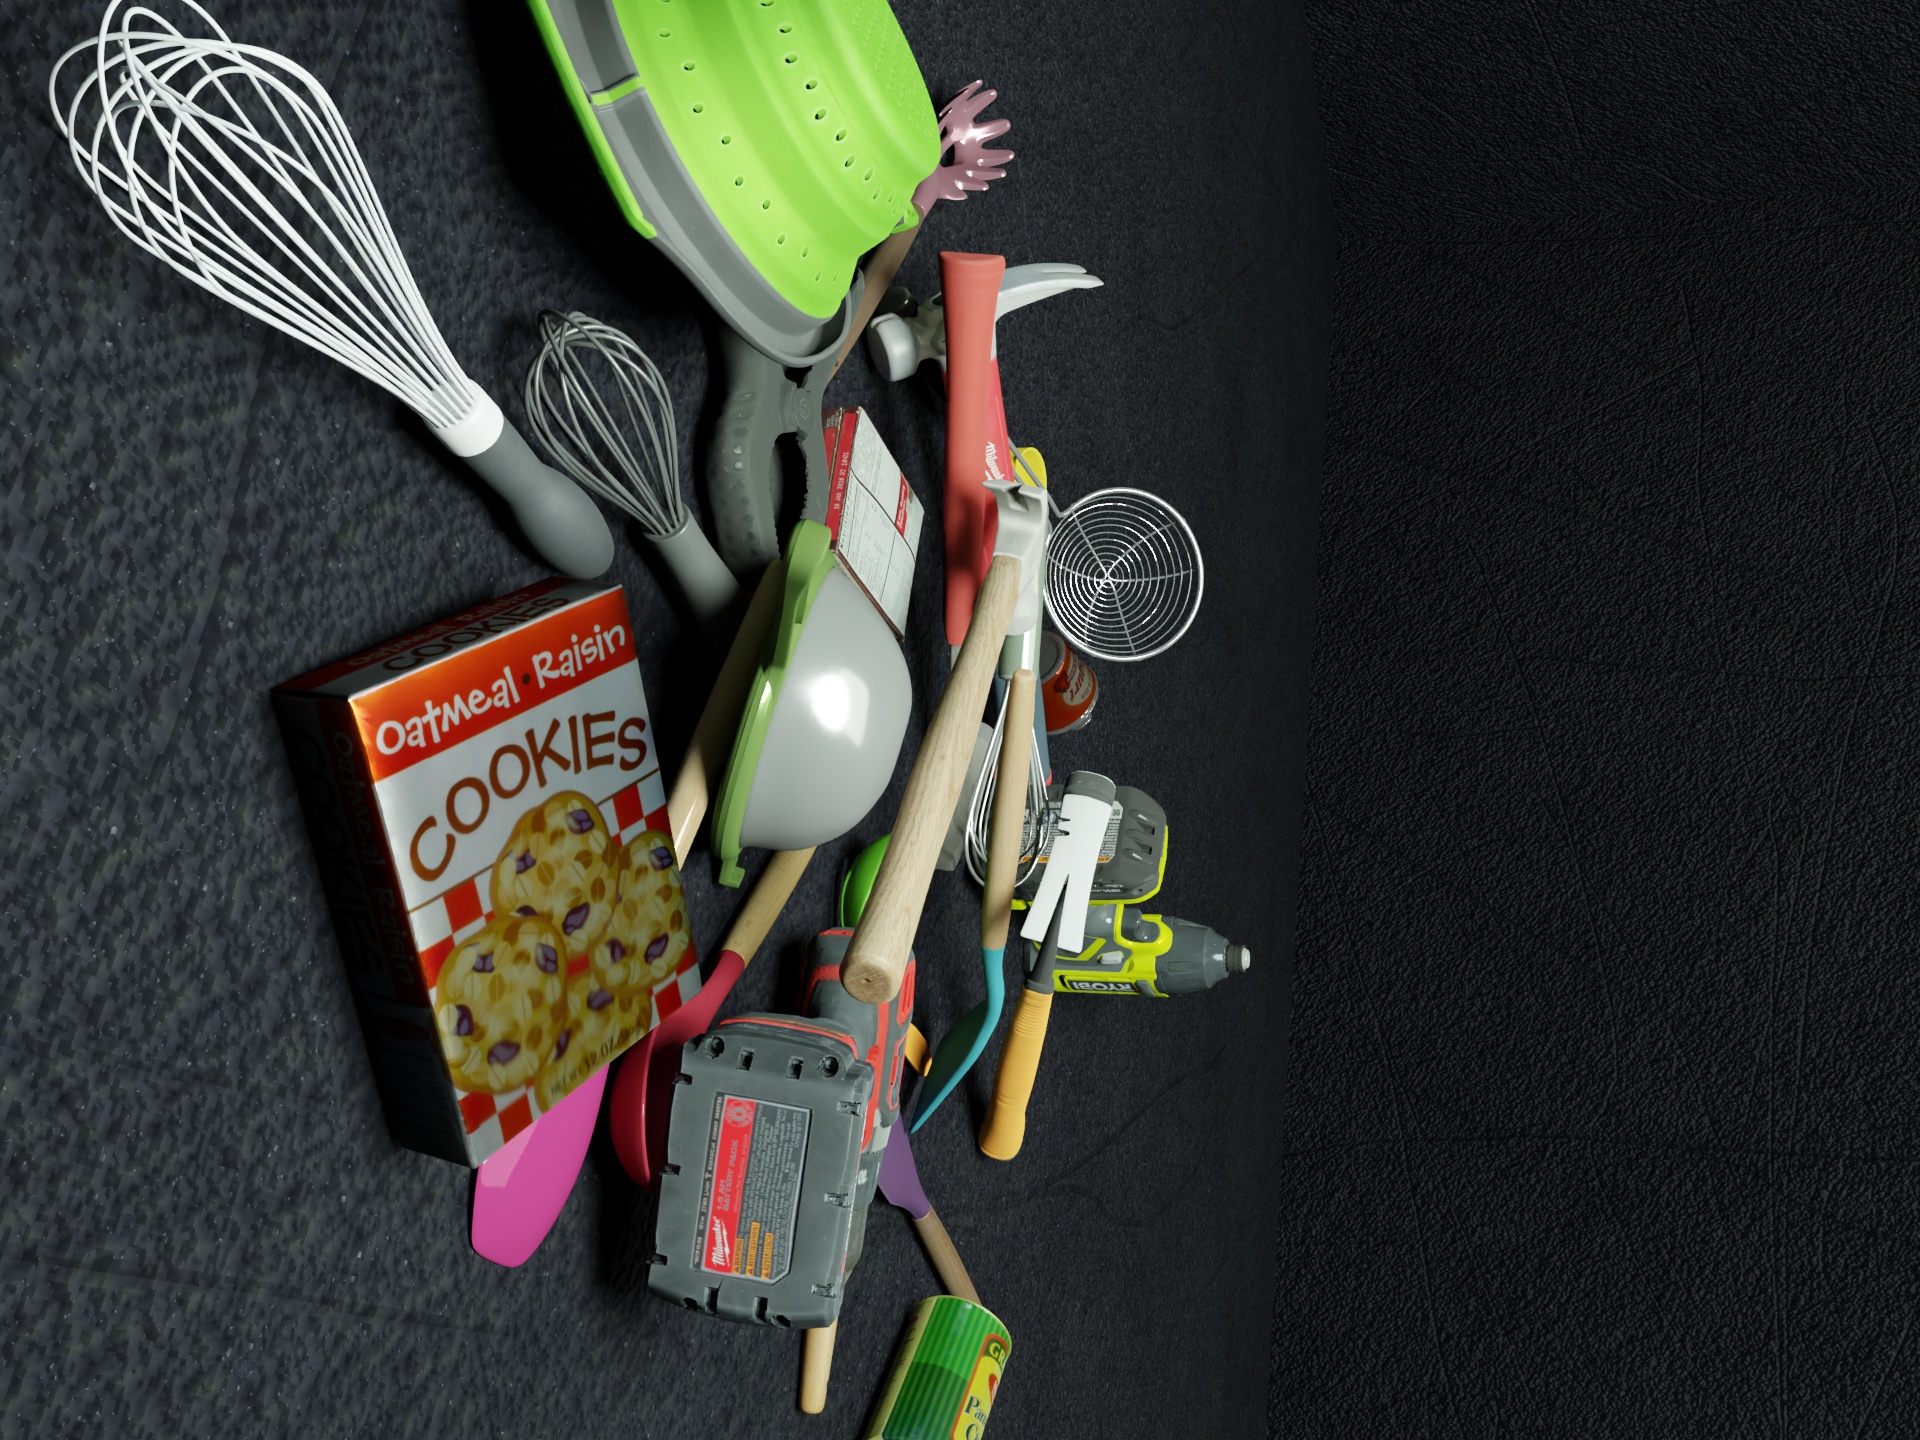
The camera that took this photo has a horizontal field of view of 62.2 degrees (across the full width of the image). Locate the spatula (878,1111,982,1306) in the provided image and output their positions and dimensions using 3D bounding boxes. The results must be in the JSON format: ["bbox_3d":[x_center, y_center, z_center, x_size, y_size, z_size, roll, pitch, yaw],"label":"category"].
[{"bbox_3d":[-0.020,0.323,1.018,0.060,0.018,0.315,-79,158,-45],"label":"spatula"}]

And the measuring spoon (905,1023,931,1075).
[{"bbox_3d":[-0.036,0.197,0.986,0.116,0.011,0.021,65,34,-57],"label":"measuring spoon"}]

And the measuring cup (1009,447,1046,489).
[{"bbox_3d":[0.020,-0.130,1.131,0.157,0.029,0.062,-65,148,-27],"label":"measuring cup"}]

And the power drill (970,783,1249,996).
[{"bbox_3d":[0.110,0.136,1.164,0.223,0.171,0.080,59,36,-51],"label":"power drill"}]

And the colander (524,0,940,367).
[{"bbox_3d":[-0.051,-0.274,0.728,0.204,0.094,0.397,66,18,-5],"label":"colander"}]

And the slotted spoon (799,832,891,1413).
[{"bbox_3d":[-0.064,0.215,0.877,0.070,0.031,0.314,67,29,-78],"label":"slotted spoon"}]

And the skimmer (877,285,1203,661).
[{"bbox_3d":[0.060,-0.162,1.069,0.127,0.090,0.362,-54,143,-6],"label":"skimmer"}]

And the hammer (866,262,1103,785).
[{"bbox_3d":[0.040,-0.108,1.051,0.038,0.143,0.385,52,-21,47],"label":"hammer"}]

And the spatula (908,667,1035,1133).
[{"bbox_3d":[0.010,0.107,0.918,0.082,0.044,0.317,-66,165,-57],"label":"spatula"}]

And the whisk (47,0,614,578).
[{"bbox_3d":[-0.176,-0.116,0.511,0.284,0.070,0.070,59,36,-65],"label":"whisk"}]

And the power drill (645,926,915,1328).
[{"bbox_3d":[-0.073,0.205,0.743,0.226,0.080,0.188,-14,112,-83],"label":"power drill"}]

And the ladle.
[{"bbox_3d":[-0.101,0.099,0.771,0.316,0.031,0.069,-64,157,-55],"label":"ladle"}]

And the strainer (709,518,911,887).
[{"bbox_3d":[-0.051,-0.016,0.680,0.256,0.069,0.151,117,-9,-69],"label":"strainer"}]

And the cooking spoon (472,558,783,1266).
[{"bbox_3d":[-0.127,0.066,0.662,0.068,0.017,0.319,60,42,-55],"label":"cooking spoon"}]

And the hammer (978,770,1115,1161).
[{"bbox_3d":[0.046,0.189,1.017,0.127,0.034,0.336,-70,173,-45],"label":"hammer"}]

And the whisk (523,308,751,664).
[{"bbox_3d":[-0.122,-0.084,0.678,0.238,0.055,0.055,67,30,-56],"label":"whisk"}]

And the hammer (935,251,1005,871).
[{"bbox_3d":[-0.001,-0.092,0.942,0.149,0.037,0.358,-66,160,-59],"label":"hammer"}]

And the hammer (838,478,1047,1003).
[{"bbox_3d":[-0.001,-0.003,0.796,0.130,0.031,0.332,94,11,-46],"label":"hammer"}]

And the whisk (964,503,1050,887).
[{"bbox_3d":[0.033,-0.018,0.970,0.059,0.058,0.246,5,88,-35],"label":"whisk"}]

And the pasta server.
[{"bbox_3d":[-0.029,-0.294,0.953,0.060,0.040,0.316,60,35,-34],"label":"pasta server"}]
